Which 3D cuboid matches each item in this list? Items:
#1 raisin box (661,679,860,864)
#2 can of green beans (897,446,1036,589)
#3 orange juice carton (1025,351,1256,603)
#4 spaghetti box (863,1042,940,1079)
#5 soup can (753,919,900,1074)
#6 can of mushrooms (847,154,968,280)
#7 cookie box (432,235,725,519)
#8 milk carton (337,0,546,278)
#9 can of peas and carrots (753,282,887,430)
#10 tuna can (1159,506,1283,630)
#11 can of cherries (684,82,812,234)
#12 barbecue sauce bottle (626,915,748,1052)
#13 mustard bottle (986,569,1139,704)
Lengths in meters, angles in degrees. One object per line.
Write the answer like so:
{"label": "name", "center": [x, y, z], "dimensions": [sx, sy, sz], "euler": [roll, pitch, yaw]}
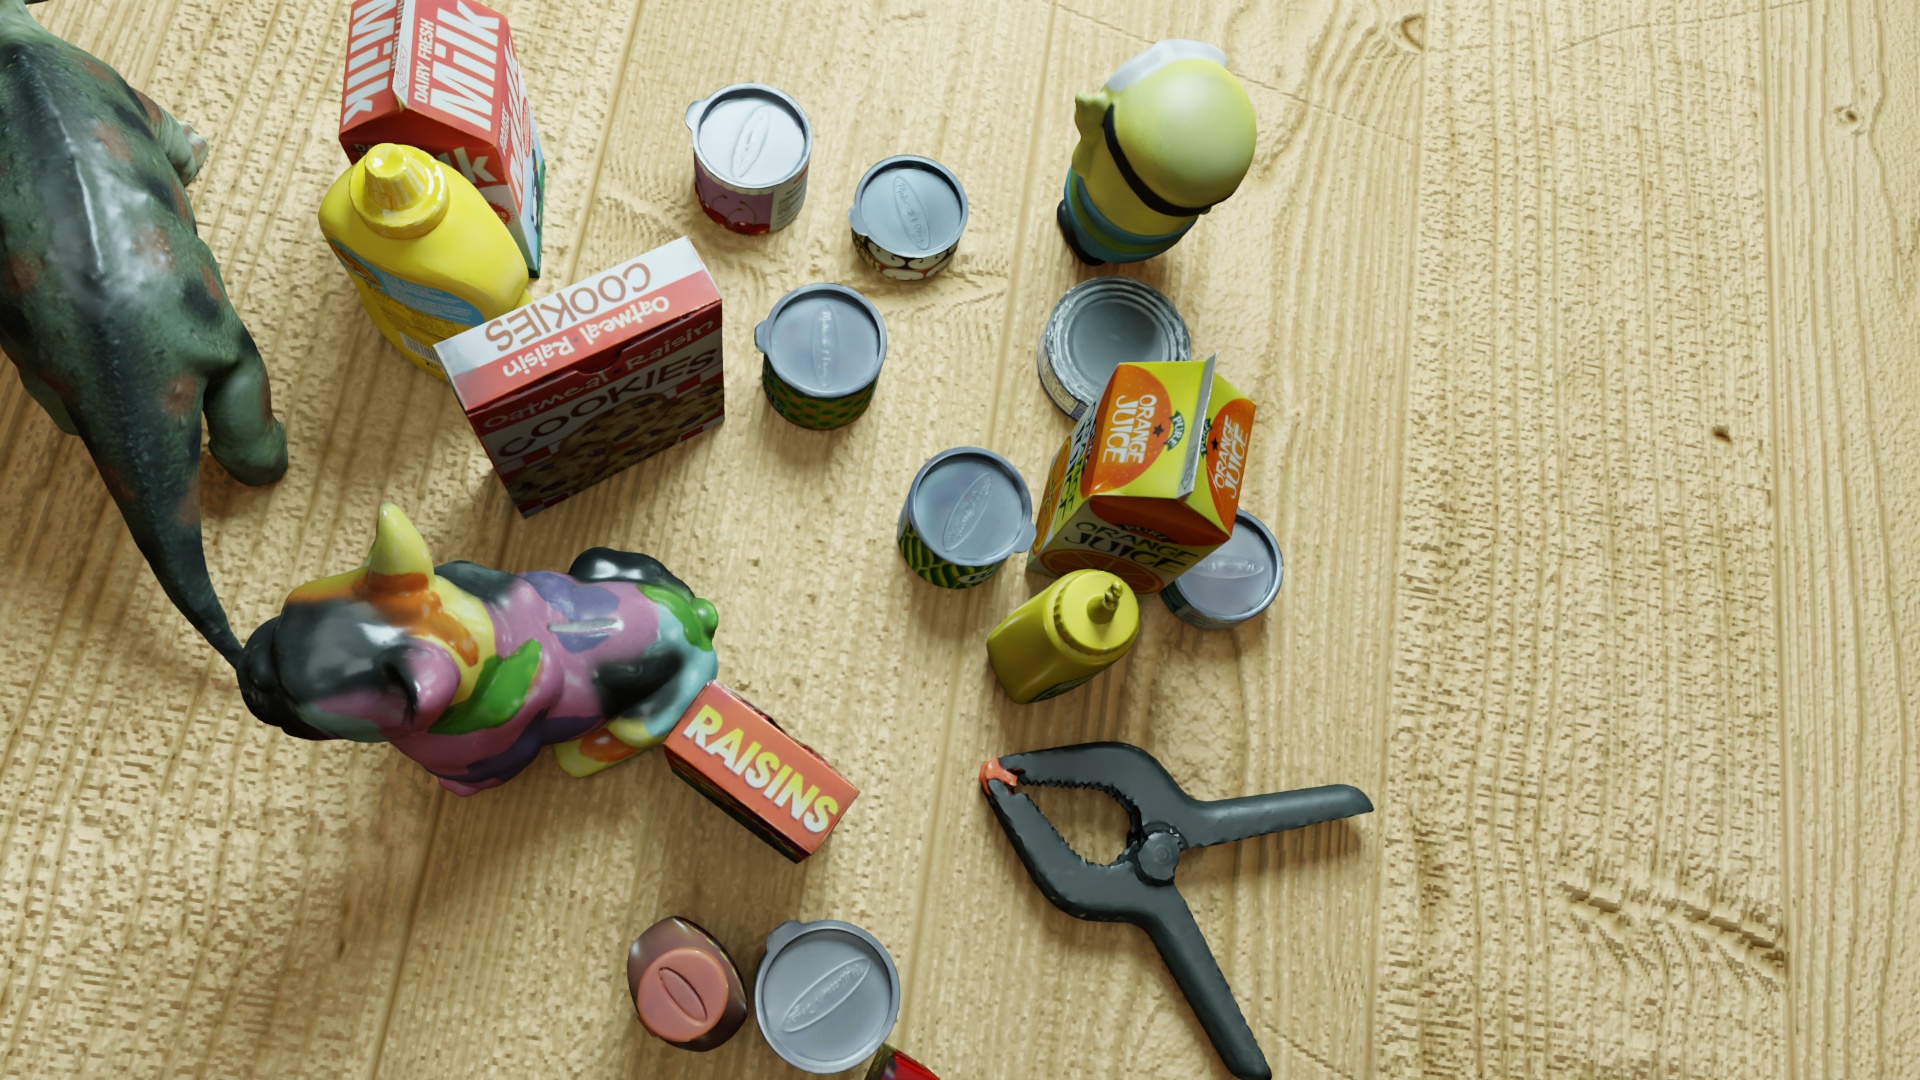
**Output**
{"label": "raisin box", "center": [-0.097, 0.115, 0.670], "dimensions": [0.086, 0.123, 0.040], "euler": [37, 73, 2]}
{"label": "can of green beans", "center": [0.001, -0.011, 0.755], "dimensions": [0.071, 0.057, 0.071], "euler": [2, 75, -9]}
{"label": "orange juice carton", "center": [0.093, -0.029, 0.705], "dimensions": [0.073, 0.192, 0.072], "euler": [16, 73, -5]}
{"label": "spaghetti box", "center": [-0.080, 0.359, 0.644], "dimensions": [0.029, 0.050, 0.251], "euler": [28, 72, -1]}
{"label": "soup can", "center": [-0.068, 0.214, 0.668], "dimensions": [0.071, 0.083, 0.071], "euler": [2, 75, -9]}
{"label": "can of mushrooms", "center": [-0.033, -0.188, 0.811], "dimensions": [0.071, 0.033, 0.071], "euler": [2, 75, -9]}
{"label": "cookie box", "center": [-0.178, -0.074, 0.685], "dimensions": [0.123, 0.167, 0.040], "euler": [-28, 82, -15]}
{"label": "milk carton", "center": [-0.258, -0.204, 0.695], "dimensions": [0.073, 0.190, 0.072], "euler": [1, 75, -9]}
{"label": "can of peas and carrots", "center": [-0.078, -0.100, 0.766], "dimensions": [0.071, 0.058, 0.071], "euler": [2, 75, -9]}
{"label": "tuna can", "center": [0.145, 0.014, 0.786], "dimensions": [0.071, 0.032, 0.071], "euler": [2, 75, -9]}
{"label": "can of cherries", "center": [-0.121, -0.217, 0.791], "dimensions": [0.071, 0.058, 0.071], "euler": [2, 75, -9]}
{"label": "barbecue sauce bottle", "center": [-0.124, 0.202, 0.628], "dimensions": [0.044, 0.148, 0.065], "euler": [-39, 84, -16]}
{"label": "mustard bottle", "center": [0.056, 0.046, 0.695], "dimensions": [0.065, 0.159, 0.049], "euler": [-23, 80, -14]}
